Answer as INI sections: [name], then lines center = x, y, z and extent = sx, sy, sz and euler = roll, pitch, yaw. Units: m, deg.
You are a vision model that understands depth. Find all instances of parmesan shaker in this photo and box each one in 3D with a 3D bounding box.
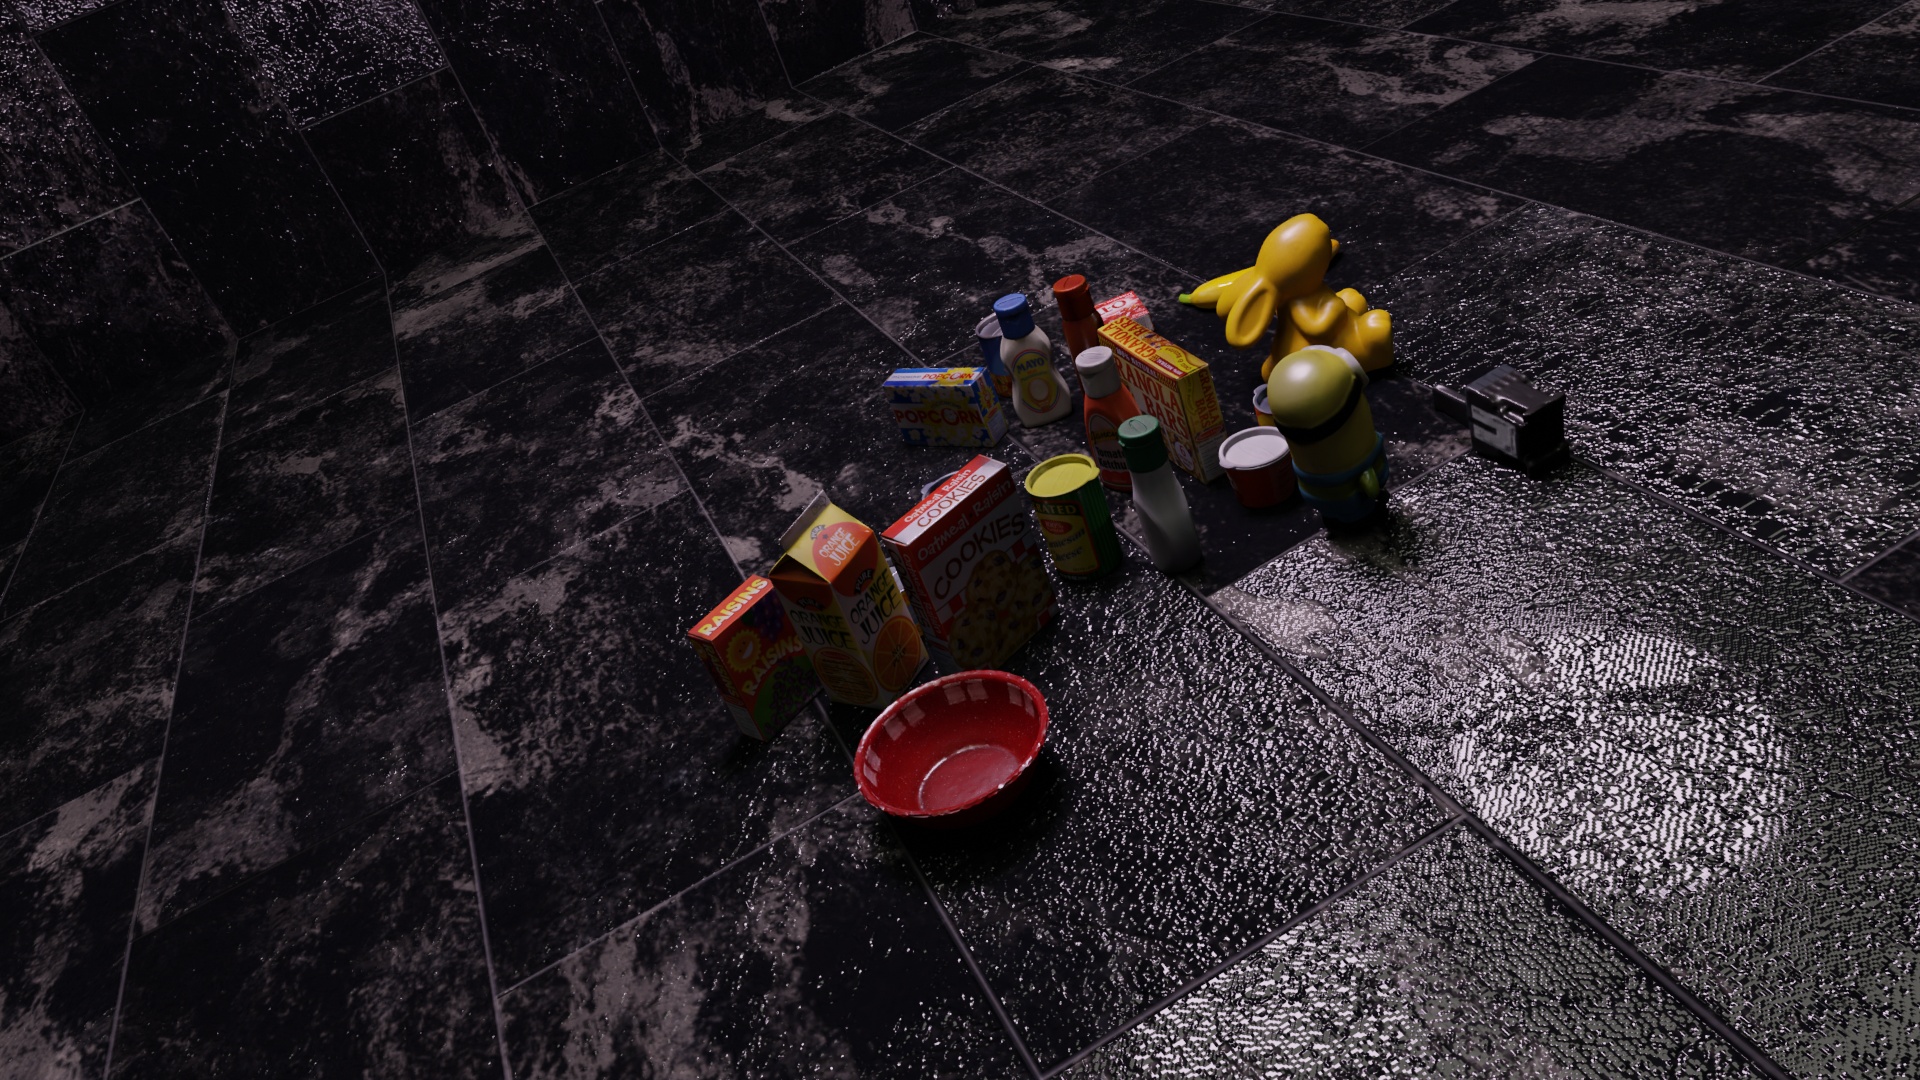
[parmesan shaker]
center = 0.108, -0.019, 1.283
extent = 0.071, 0.102, 0.072
euler = -15, 32, 10

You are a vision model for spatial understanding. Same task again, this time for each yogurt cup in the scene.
[yogurt cup]
center = 0.280, -0.067, 1.299
extent = 0.072, 0.053, 0.073
euler = -15, 32, 10

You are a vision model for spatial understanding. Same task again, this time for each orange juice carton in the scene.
[orange juice carton]
center = -0.103, 0.053, 1.215
extent = 0.073, 0.191, 0.072
euler = 4, 40, 35

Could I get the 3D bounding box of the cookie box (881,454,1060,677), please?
[cookie box]
center = 0.011, 0.029, 1.207
extent = 0.123, 0.166, 0.040
euler = -40, 36, -27

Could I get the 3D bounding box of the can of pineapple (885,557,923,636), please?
[can of pineapple]
center = -0.060, 0.058, 1.310
extent = 0.071, 0.057, 0.071
euler = -15, 32, 10

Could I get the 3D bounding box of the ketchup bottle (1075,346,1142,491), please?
[ketchup bottle]
center = 0.150, -0.119, 1.364
extent = 0.065, 0.148, 0.044
euler = 9, 43, 40

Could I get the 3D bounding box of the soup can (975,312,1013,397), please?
[soup can]
center = 0.063, -0.219, 1.628
extent = 0.071, 0.083, 0.072
euler = -15, 32, 10

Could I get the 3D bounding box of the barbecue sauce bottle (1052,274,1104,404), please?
[barbecue sauce bottle]
center = 0.139, -0.217, 1.518
extent = 0.043, 0.148, 0.065
euler = -7, 35, 23

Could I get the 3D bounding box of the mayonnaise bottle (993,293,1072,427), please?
[mayonnaise bottle]
center = 0.075, -0.198, 1.529
extent = 0.065, 0.147, 0.041
euler = -18, 32, 6

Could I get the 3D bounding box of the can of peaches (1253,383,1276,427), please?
[can of peaches]
center = 0.321, -0.118, 1.348
extent = 0.071, 0.057, 0.071
euler = -15, 32, 10

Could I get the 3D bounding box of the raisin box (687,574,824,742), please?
[raisin box]
center = -0.180, 0.106, 1.247
extent = 0.040, 0.123, 0.086
euler = 13, 46, 43

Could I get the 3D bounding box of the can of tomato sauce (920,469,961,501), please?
[can of tomato sauce]
center = 0.005, -0.017, 1.360
extent = 0.071, 0.082, 0.071
euler = -15, 32, 10

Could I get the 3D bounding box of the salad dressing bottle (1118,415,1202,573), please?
[salad dressing bottle]
center = 0.176, -0.041, 1.233
extent = 0.044, 0.147, 0.064
euler = -26, 32, -7

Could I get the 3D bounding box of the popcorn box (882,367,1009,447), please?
[popcorn box]
center = -0.018, -0.151, 1.572
extent = 0.126, 0.085, 0.038
euler = 4, 40, 35

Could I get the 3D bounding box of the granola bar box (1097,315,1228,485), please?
[granola bar box]
center = 0.204, -0.142, 1.391
extent = 0.039, 0.123, 0.166
euler = -28, 32, -10
